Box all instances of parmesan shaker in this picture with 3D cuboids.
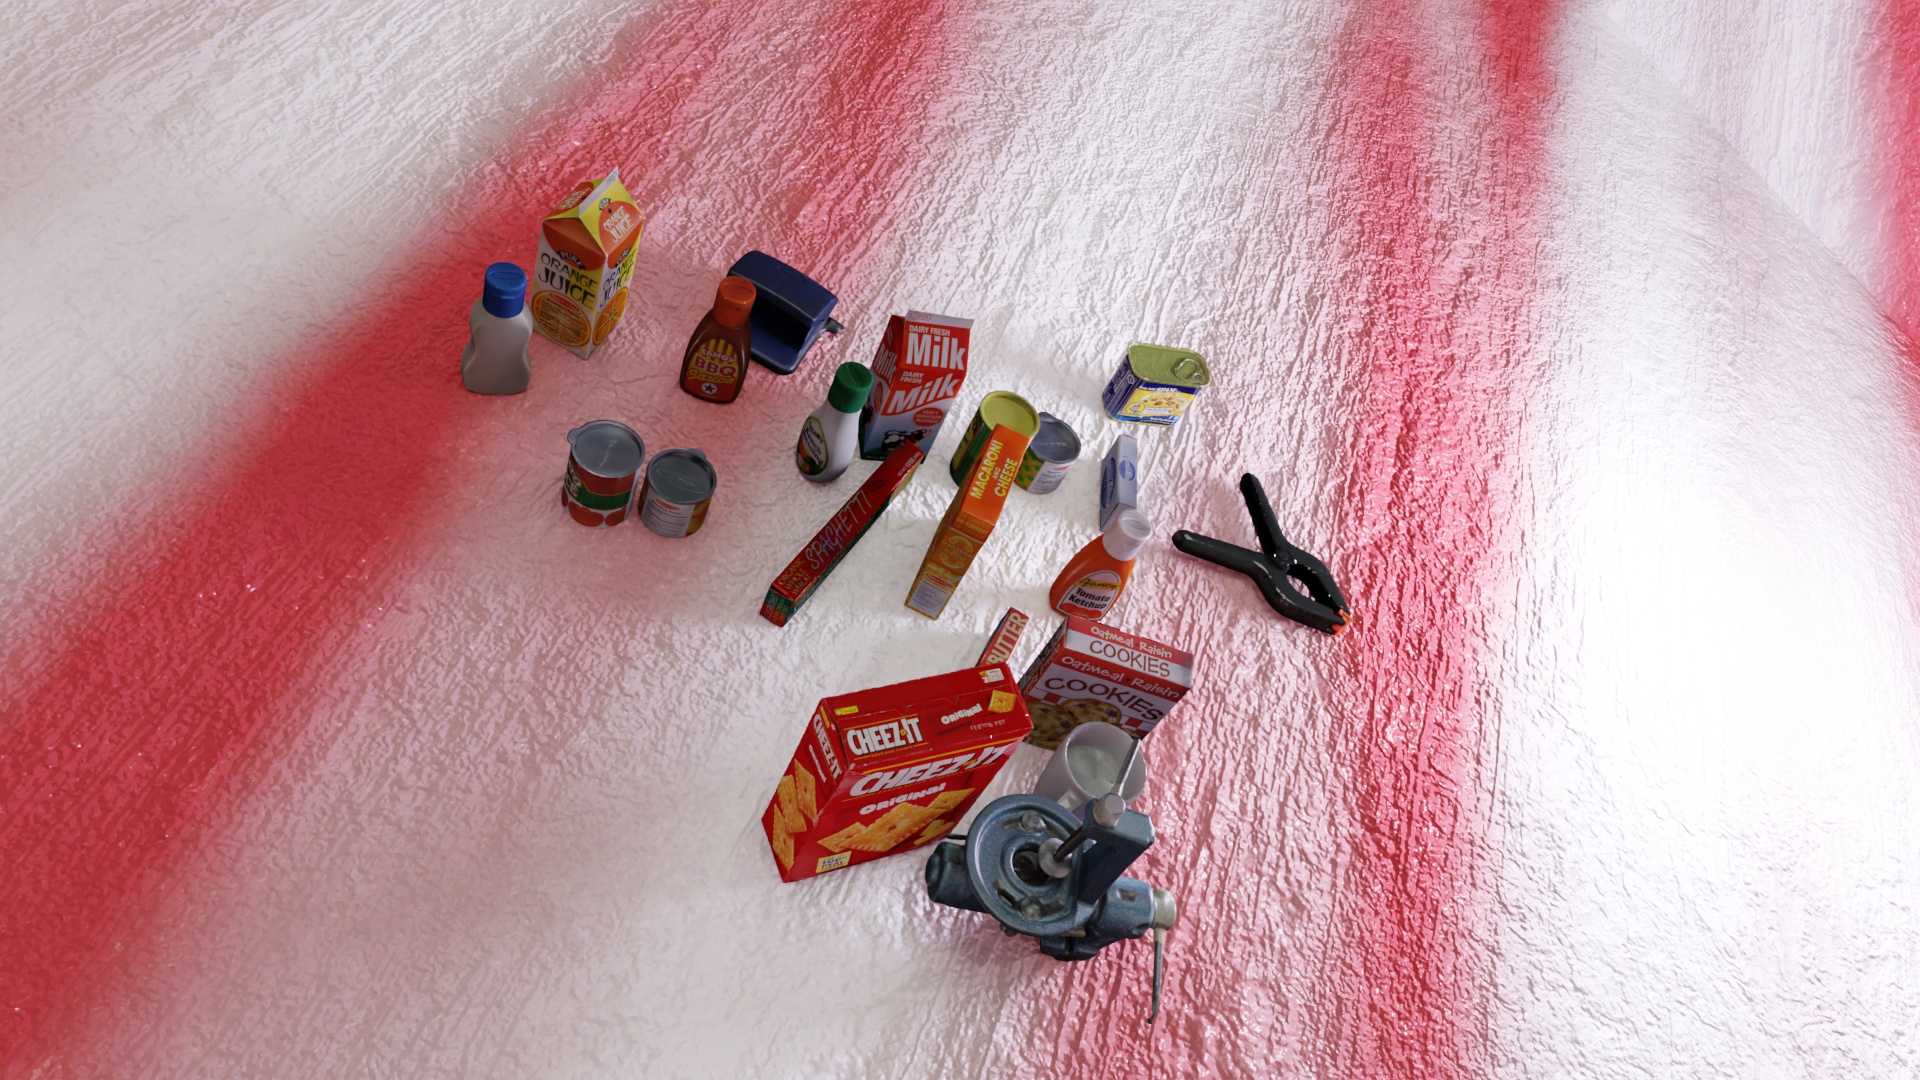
[{"bbox_3d":[0.033,-0.098,1.459,0.071,0.102,0.071,12,52,-15],"label":"parmesan shaker"}]

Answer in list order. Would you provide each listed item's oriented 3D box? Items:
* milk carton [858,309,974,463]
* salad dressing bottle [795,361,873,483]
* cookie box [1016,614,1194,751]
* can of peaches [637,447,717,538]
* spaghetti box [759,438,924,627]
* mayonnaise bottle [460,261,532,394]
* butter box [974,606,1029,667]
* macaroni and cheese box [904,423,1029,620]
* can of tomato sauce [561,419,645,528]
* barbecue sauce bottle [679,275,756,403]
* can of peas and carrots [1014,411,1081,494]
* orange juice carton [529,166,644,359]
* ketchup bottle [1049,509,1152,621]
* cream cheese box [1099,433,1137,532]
[{"bbox_3d":[-0.048,-0.165,1.416,0.072,0.189,0.074,4,54,-21],"label":"milk carton"},{"bbox_3d":[-0.124,-0.117,1.375,0.044,0.146,0.064,-15,62,-31],"label":"salad dressing bottle"},{"bbox_3d":[0.121,0.141,1.274,0.123,0.166,0.040,18,50,-10],"label":"cookie box"},{"bbox_3d":[-0.268,-0.046,1.318,0.071,0.057,0.071,12,52,-15],"label":"can of peaches"},{"bbox_3d":[-0.113,-0.011,1.364,0.029,0.050,0.251,35,49,4],"label":"spaghetti box"},{"bbox_3d":[-0.431,-0.197,1.302,0.065,0.147,0.041,0,56,-24],"label":"mayonnaise bottle"},{"bbox_3d":[0.030,0.116,1.329,0.024,0.052,0.104,30,49,0],"label":"butter box"},{"bbox_3d":[0.005,-0.017,1.343,0.040,0.165,0.124,26,49,-4],"label":"macaroni and cheese box"},{"bbox_3d":[-0.333,-0.061,1.285,0.071,0.082,0.071,12,52,-15],"label":"can of tomato sauce"},{"bbox_3d":[-0.238,-0.201,1.389,0.065,0.147,0.044,16,51,-12],"label":"barbecue sauce bottle"},{"bbox_3d":[0.089,-0.094,1.509,0.071,0.058,0.071,12,52,-15],"label":"can of peas and carrots"},{"bbox_3d":[-0.366,-0.276,1.360,0.073,0.191,0.072,29,49,-1],"label":"orange juice carton"},{"bbox_3d":[0.143,0.025,1.383,0.065,0.148,0.044,15,51,-13],"label":"ketchup bottle"},{"bbox_3d":[0.173,-0.061,1.524,0.024,0.053,0.104,16,51,-12],"label":"cream cheese box"}]
